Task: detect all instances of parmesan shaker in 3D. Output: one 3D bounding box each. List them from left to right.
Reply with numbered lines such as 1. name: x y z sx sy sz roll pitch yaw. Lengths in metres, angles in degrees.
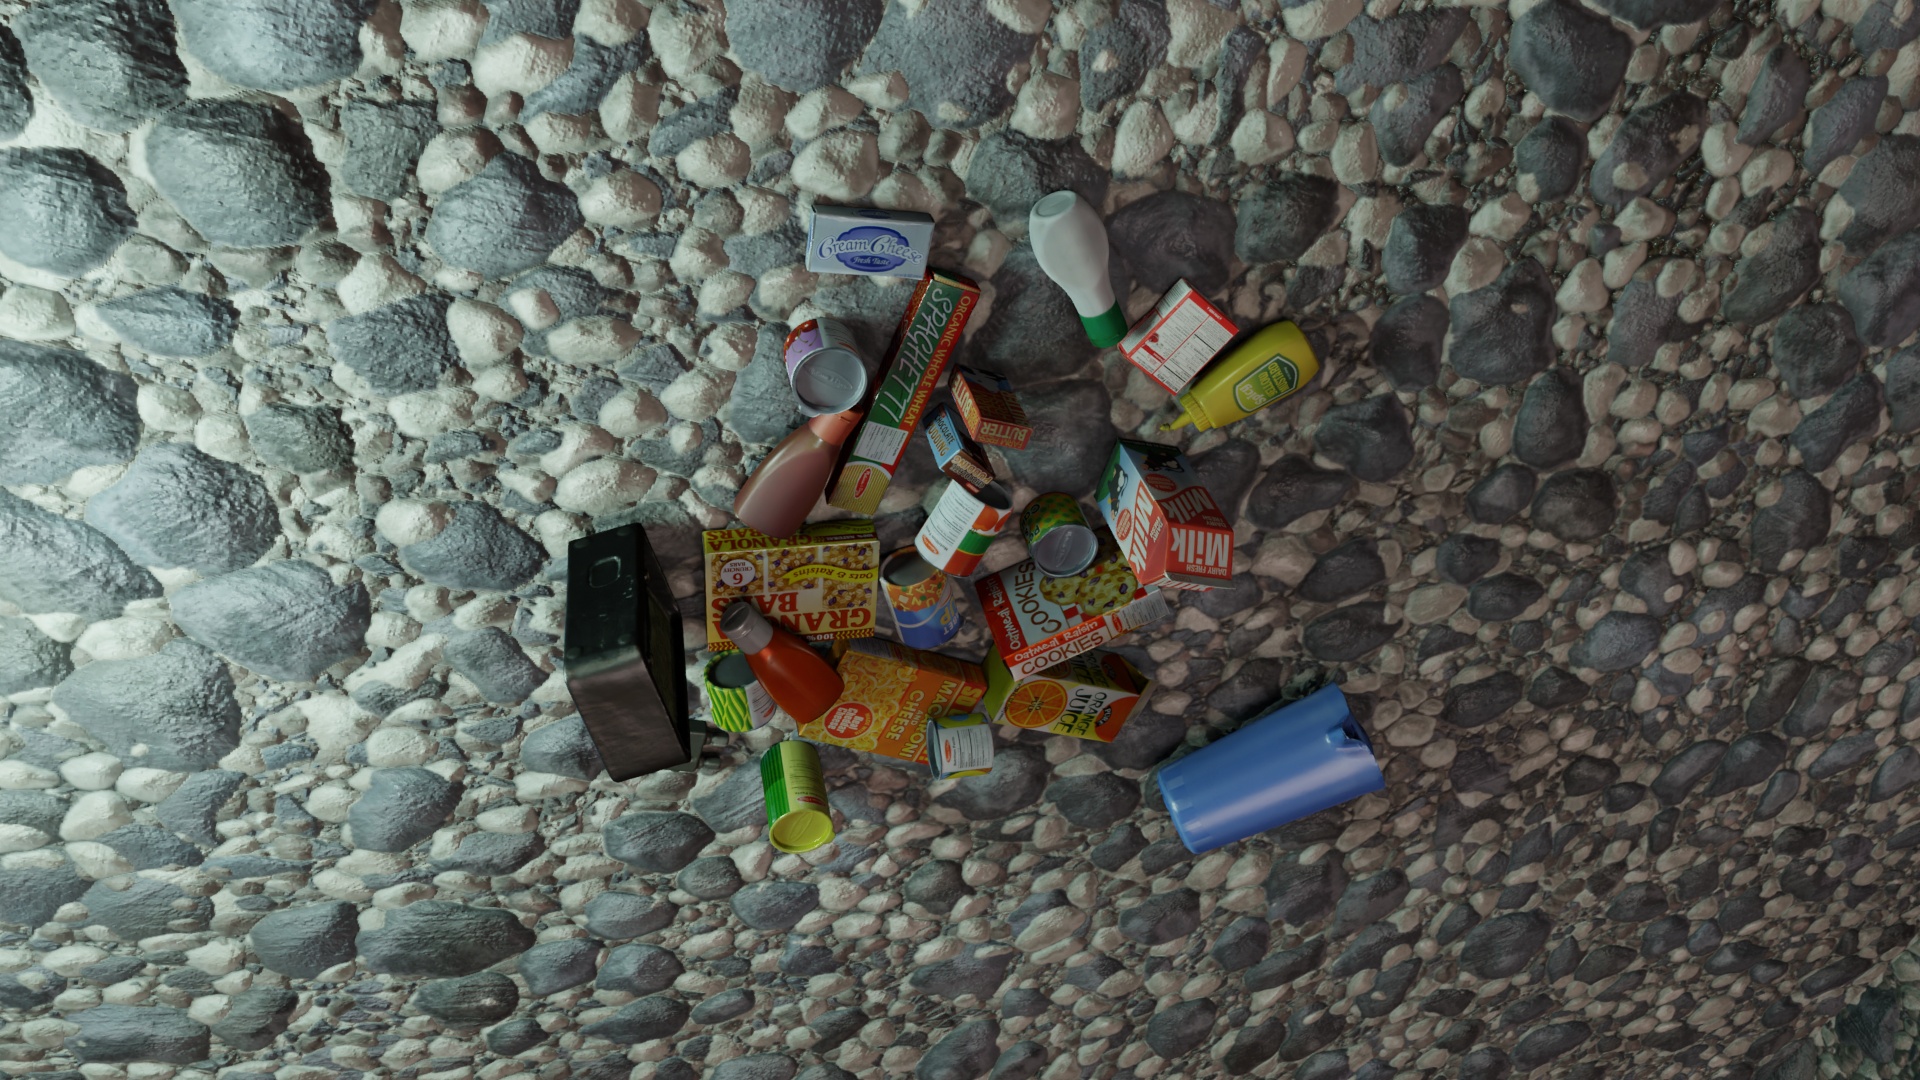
1. parmesan shaker: -0.173 0.272 1.477 0.071 0.103 0.071 -8 127 -10

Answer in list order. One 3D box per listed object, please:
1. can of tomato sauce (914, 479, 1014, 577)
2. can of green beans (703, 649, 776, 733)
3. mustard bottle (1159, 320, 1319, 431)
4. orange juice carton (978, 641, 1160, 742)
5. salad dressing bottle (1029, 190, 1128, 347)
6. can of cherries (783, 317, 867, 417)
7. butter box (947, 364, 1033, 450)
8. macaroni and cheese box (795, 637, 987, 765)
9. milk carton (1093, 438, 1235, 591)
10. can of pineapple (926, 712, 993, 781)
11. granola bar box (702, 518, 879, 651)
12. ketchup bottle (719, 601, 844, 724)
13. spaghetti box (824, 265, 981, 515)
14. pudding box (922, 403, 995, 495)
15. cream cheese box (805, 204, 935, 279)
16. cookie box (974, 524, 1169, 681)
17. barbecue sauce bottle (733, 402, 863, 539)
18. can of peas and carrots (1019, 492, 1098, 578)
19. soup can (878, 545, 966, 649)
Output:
1. can of tomato sauce: 0.005 -0.017 1.341 0.071 0.071 0.082 19 118 -27
2. can of green beans: -0.222 0.150 1.397 0.071 0.071 0.057 -11 127 -9
3. mustard bottle: 0.263 -0.146 1.331 0.160 0.049 0.065 -33 126 9
4. orange juice carton: 0.121 0.162 1.501 0.193 0.073 0.071 13 121 -25
5. salad dressing bottle: 0.108 -0.236 1.224 0.064 0.044 0.147 -28 129 3
6. can of cherries: -0.120 -0.151 1.210 0.071 0.058 0.071 -9 128 -11
7. butter box: 0.026 -0.120 1.246 0.053 0.104 0.024 11 121 -22
8. macaroni and cheese box: -0.074 0.168 1.470 0.166 0.040 0.123 17 119 -26
9. milk carton: 0.196 -0.015 1.318 0.072 0.191 0.073 7 123 -21
10. can of pineapple: -0.001 0.216 1.458 0.058 0.071 0.070 -5 127 -13
11. granola bar box: -0.166 0.044 1.352 0.166 0.039 0.123 -4 127 -13
12. ketchup bottle: -0.176 0.116 1.347 0.065 0.043 0.148 -43 130 -5
13. spaghetti box: -0.055 -0.132 1.261 0.050 0.029 0.248 14 120 -25
14. pudding box: -0.002 -0.085 1.276 0.030 0.084 0.049 -41 126 16
15. cream cheese box: -0.077 -0.251 1.170 0.104 0.024 0.053 1 125 -17
16. cookie box: 0.108 0.057 1.388 0.167 0.123 0.040 -24 128 2
17. barbecue sauce bottle: -0.144 -0.071 1.272 0.065 0.044 0.148 26 114 -30
18. can of peas and carrots: 0.095 -0.005 1.379 0.071 0.059 0.070 -8 127 -10
19. soup can: -0.038 0.056 1.380 0.071 0.071 0.083 -18 128 -3
